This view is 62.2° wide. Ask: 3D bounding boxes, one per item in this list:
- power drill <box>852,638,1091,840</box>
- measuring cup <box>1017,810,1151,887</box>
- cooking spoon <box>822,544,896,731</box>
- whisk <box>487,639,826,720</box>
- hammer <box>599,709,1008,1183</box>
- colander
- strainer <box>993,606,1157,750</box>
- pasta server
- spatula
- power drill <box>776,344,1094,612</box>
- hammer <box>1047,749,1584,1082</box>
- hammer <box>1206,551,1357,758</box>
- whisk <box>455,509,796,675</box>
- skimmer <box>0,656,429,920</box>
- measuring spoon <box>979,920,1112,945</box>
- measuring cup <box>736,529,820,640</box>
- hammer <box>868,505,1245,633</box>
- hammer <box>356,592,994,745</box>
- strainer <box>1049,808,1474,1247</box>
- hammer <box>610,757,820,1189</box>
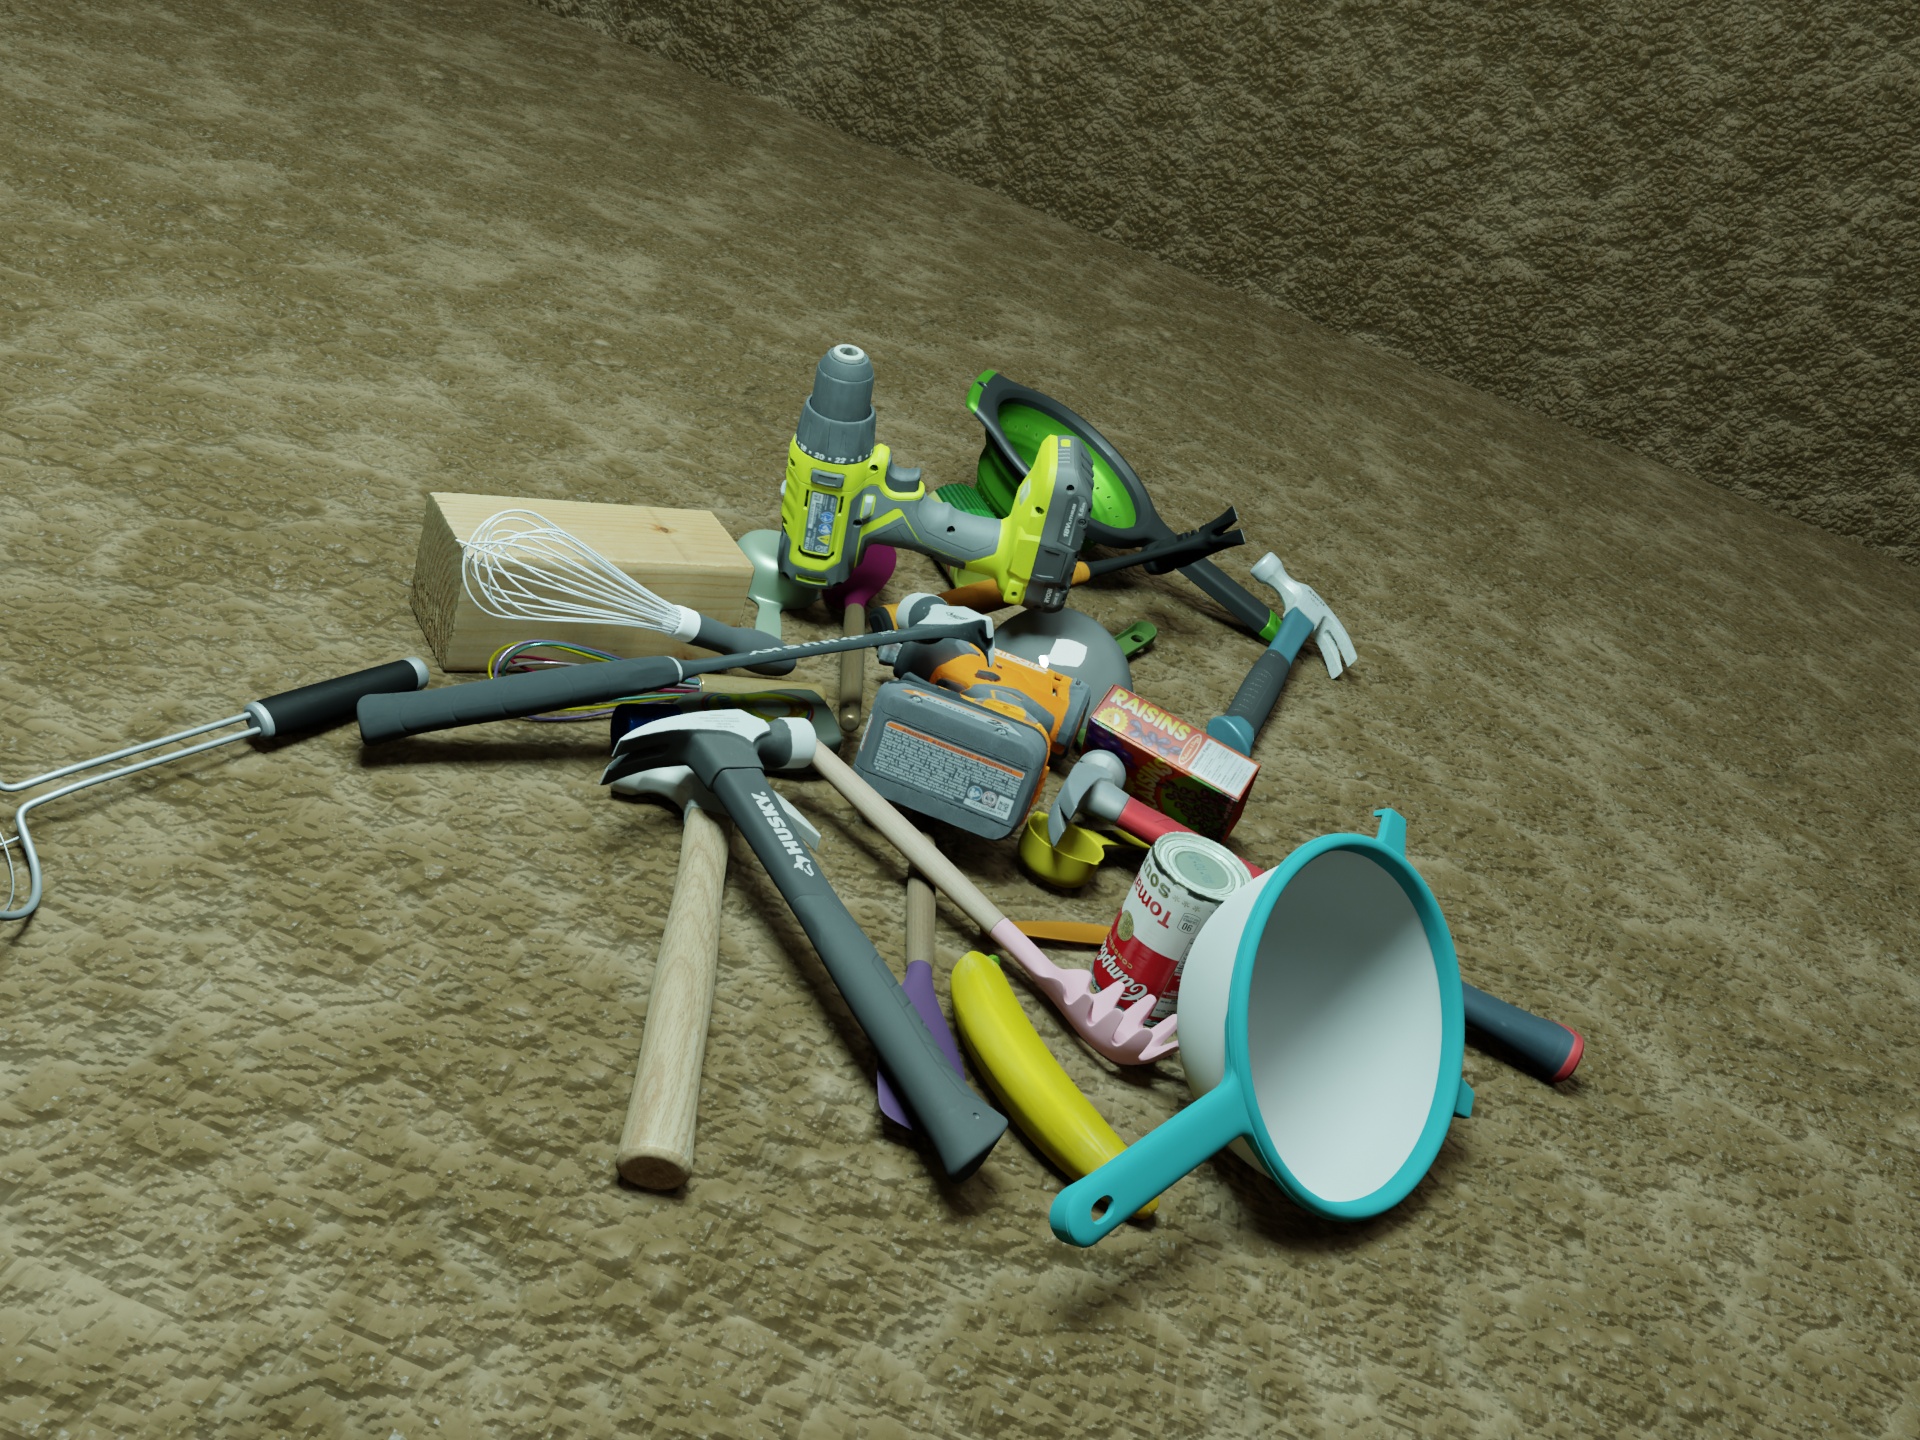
[{"bbox_3d":[-0.002,-0.004,1.121,0.164,0.084,0.226,21,18,6],"label":"power drill"},{"bbox_3d":[0.098,0.093,1.107,0.156,0.029,0.062,7,27,-48],"label":"measuring cup"},{"bbox_3d":[-0.081,-0.073,1.216,0.069,0.017,0.319,-22,27,9],"label":"cooking spoon"},{"bbox_3d":[-0.200,-0.027,1.082,0.244,0.051,0.047,4,27,-35],"label":"whisk"},{"bbox_3d":[-0.077,0.112,0.874,0.146,0.035,0.335,0,40,-42],"label":"hammer"},{"bbox_3d":[0.144,-0.170,1.533,0.397,0.094,0.205,37,31,-9],"label":"colander"},{"bbox_3d":[0.112,-0.064,1.328,0.151,0.069,0.256,33,32,19],"label":"strainer"},{"bbox_3d":[0.008,0.102,0.974,0.316,0.040,0.060,42,16,21],"label":"pasta server"},{"bbox_3d":[-0.022,0.134,0.951,0.059,0.018,0.316,33,24,-18],"label":"spatula"},{"bbox_3d":[-0.019,-0.176,1.199,0.228,0.190,0.080,11,38,-5],"label":"power drill"},{"bbox_3d":[0.237,0.139,1.067,0.386,0.038,0.143,29,18,6],"label":"hammer"},{"bbox_3d":[0.279,-0.048,1.428,0.128,0.033,0.331,43,35,-1],"label":"hammer"},{"bbox_3d":[-0.210,-0.073,1.054,0.284,0.070,0.070,21,20,-50],"label":"whisk"},{"bbox_3d":[-0.406,0.004,0.837,0.127,0.090,0.363,60,32,1],"label":"skimmer"},{"bbox_3d":[0.062,0.138,1.014,0.116,0.011,0.021,8,29,-30],"label":"measuring spoon"},{"bbox_3d":[-0.145,-0.103,1.250,0.083,0.038,0.168,15,27,-13],"label":"measuring cup"},{"bbox_3d":[0.078,-0.117,1.327,0.337,0.127,0.034,-17,89,-28],"label":"hammer"},{"bbox_3d":[-0.167,-0.032,1.006,0.409,0.036,0.149,-11,14,-24],"label":"hammer"},{"bbox_3d":[0.146,0.190,0.869,0.340,0.211,0.095,-22,9,-39],"label":"strainer"},{"bbox_3d":[-0.146,0.123,0.873,0.130,0.031,0.332,15,30,-12],"label":"hammer"}]
